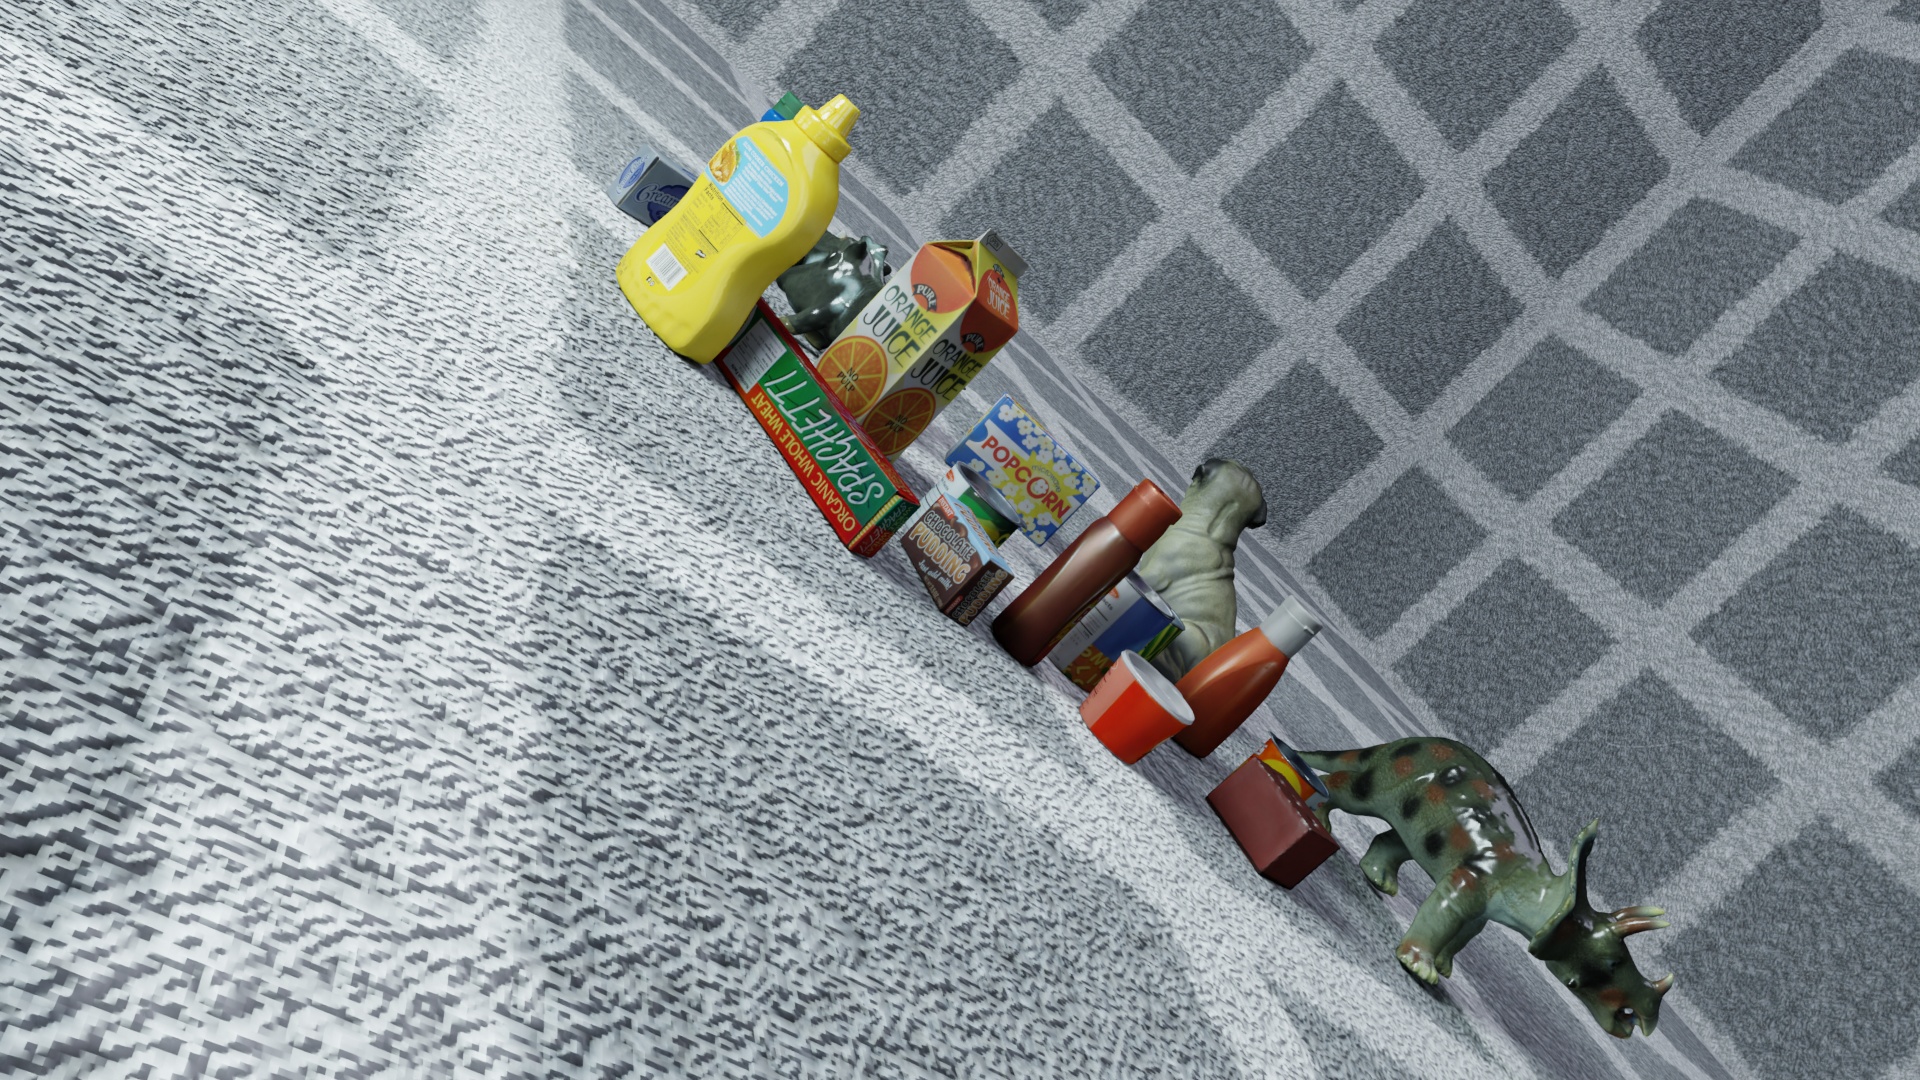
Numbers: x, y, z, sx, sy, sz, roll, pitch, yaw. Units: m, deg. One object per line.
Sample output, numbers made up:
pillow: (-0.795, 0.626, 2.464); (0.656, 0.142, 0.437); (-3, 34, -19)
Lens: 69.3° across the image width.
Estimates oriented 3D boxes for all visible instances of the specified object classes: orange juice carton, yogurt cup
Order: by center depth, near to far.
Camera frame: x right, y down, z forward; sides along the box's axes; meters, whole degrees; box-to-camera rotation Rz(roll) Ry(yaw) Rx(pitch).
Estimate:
yogurt cup: (0.119, 0.118, 0.962); (0.072, 0.054, 0.072); (42, 12, -11)
orange juice carton: (-0.028, -0.154, 1.061); (0.073, 0.192, 0.072); (51, 13, 30)

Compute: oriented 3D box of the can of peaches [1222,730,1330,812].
can of peaches: (0.252, 0.199, 1.117); (0.071, 0.058, 0.071); (42, 12, -11)

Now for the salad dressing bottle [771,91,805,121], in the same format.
salad dressing bottle: (-0.192, -0.341, 1.265); (0.044, 0.147, 0.064); (32, 17, -47)

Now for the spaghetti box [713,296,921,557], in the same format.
spaghetti box: (-0.109, -0.089, 0.914); (0.251, 0.050, 0.028); (52, 14, 33)

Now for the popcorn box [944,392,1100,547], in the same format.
popcorn box: (0.059, -0.067, 1.317); (0.126, 0.085, 0.038); (42, 12, -11)

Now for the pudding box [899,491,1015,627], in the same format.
pudding box: (-0.003, 0.012, 0.927); (0.030, 0.049, 0.084); (35, 15, -39)

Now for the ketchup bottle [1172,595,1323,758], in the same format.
ketchup bottle: (0.227, 0.108, 1.124); (0.064, 0.148, 0.044); (38, 13, -30)

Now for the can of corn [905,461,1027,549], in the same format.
can of corn: (0.004, -0.013, 1.010); (0.071, 0.058, 0.071); (42, 12, -11)

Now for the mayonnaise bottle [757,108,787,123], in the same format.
mayonnaise bottle: (-0.170, -0.239, 0.985); (0.041, 0.148, 0.065); (44, 11, -5)

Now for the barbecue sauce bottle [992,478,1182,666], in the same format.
barbecue sauce bottle: (0.087, 0.021, 0.954); (0.043, 0.148, 0.065); (45, 11, 1)

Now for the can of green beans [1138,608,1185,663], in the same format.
can of green beans: (0.153, 0.074, 1.216); (0.071, 0.057, 0.071); (42, 12, -11)

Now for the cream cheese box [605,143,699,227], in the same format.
cream cheese box: (-0.234, -0.276, 1.130); (0.024, 0.053, 0.104); (50, 13, 27)

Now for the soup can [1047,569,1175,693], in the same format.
soup can: (0.109, 0.064, 1.037); (0.071, 0.083, 0.071); (42, 12, -11)

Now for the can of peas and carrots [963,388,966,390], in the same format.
can of peas and carrots: (-0.040, -0.146, 1.322); (0.071, 0.058, 0.071); (42, 12, -11)
